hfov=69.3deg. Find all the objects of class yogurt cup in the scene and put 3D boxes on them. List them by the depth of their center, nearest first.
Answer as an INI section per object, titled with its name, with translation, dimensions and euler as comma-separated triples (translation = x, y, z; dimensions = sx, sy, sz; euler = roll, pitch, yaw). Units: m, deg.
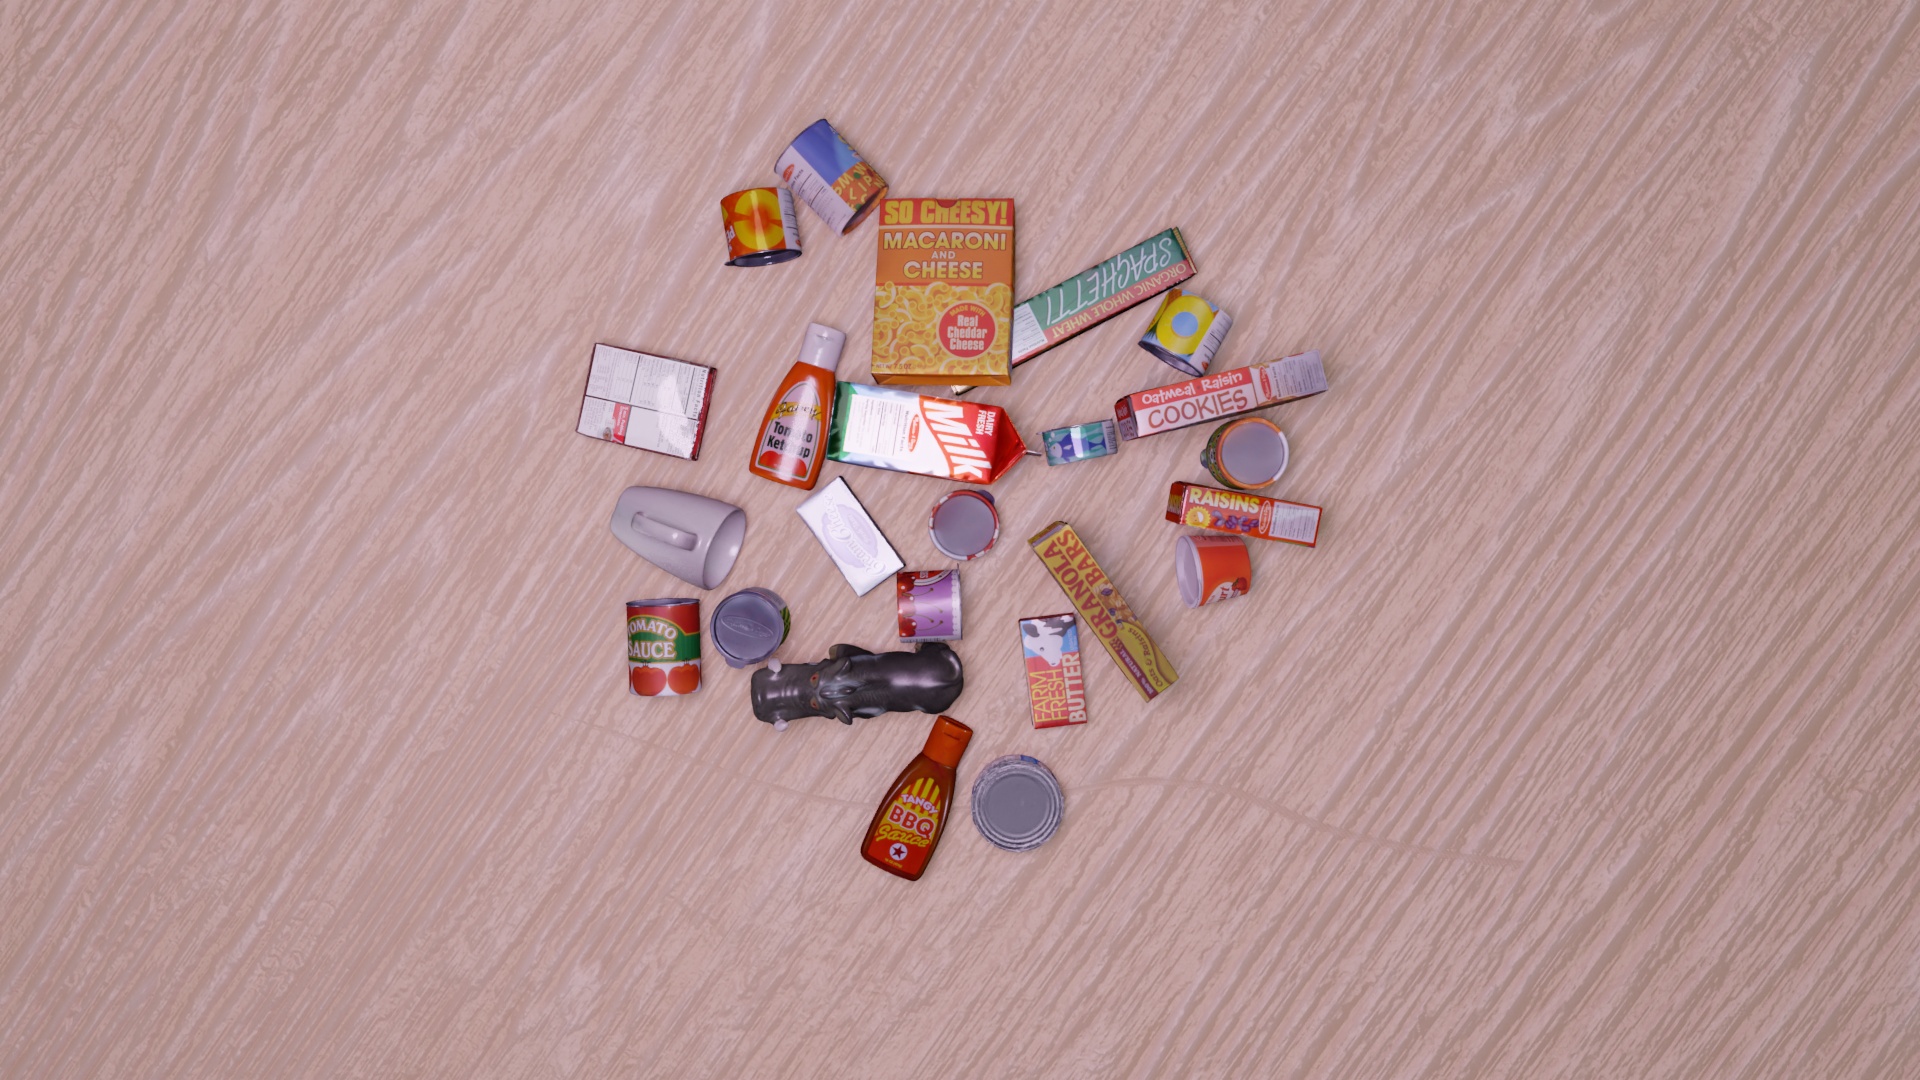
[yogurt cup]
translation = 0.231, 0.026, 1.268
dimensions = 0.054, 0.072, 0.072
euler = -7, 92, -8

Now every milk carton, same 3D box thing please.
[milk carton]
translation = -0.020, -0.093, 1.259
dimensions = 0.191, 0.072, 0.073
euler = 9, 92, 1

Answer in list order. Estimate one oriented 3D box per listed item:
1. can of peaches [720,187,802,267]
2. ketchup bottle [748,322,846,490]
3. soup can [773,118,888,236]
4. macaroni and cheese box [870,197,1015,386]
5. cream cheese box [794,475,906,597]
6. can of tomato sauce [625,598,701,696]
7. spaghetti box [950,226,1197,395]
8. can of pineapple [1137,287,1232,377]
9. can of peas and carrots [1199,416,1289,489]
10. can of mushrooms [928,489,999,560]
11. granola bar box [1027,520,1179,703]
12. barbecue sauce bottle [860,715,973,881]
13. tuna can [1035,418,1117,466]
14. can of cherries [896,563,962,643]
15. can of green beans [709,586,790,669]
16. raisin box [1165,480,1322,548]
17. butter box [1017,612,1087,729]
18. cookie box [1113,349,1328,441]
[can of peaches]
translation = -0.183, -0.282, 1.255
dimensions = 0.071, 0.071, 0.058
euler = -9, 92, 1
[ketchup bottle]
translation = -0.143, -0.124, 1.272
dimensions = 0.065, 0.043, 0.148
euler = 17, 91, 0
[soup can]
translation = -0.114, -0.329, 1.255
dimensions = 0.071, 0.071, 0.084
euler = -45, 92, 2
[macaroni and cheese box]
translation = -0.014, -0.224, 1.250
dimensions = 0.124, 0.040, 0.166
euler = 1, 80, 5
[cream cheese box]
translation = -0.102, -0.003, 1.286
dimensions = 0.053, 0.024, 0.104
euler = -36, 91, 2
[can of tomato sauce]
translation = -0.271, 0.097, 1.266
dimensions = 0.071, 0.071, 0.083
euler = -1, 93, 0
[spaghetti box]
translation = 0.096, -0.210, 1.276
dimensions = 0.250, 0.029, 0.050
euler = -27, 92, 1
[can of pineapple]
translation = 0.203, -0.189, 1.259
dimensions = 0.071, 0.071, 0.058
euler = 30, 92, -1
[can of peas and carrots]
translation = 0.258, -0.079, 1.266
dimensions = 0.071, 0.059, 0.071
euler = 0, 92, 0
[can of mushrooms]
translation = 0.005, -0.016, 1.281
dimensions = 0.071, 0.033, 0.071
euler = 0, 92, 1
[granola bar box]
translation = 0.125, 0.059, 1.237
dimensions = 0.039, 0.124, 0.165
euler = -36, 92, 1
[barbecue sauce bottle]
translation = -0.035, 0.235, 1.284
dimensions = 0.065, 0.043, 0.148
euler = 25, 91, -1
[tuna can]
translation = 0.106, -0.089, 1.262
dimensions = 0.071, 0.071, 0.033
euler = -11, 93, 1
[can of cherries]
translation = -0.028, 0.057, 1.266
dimensions = 0.058, 0.071, 0.071
euler = -3, 92, 0
[can of green beans]
translation = -0.191, 0.077, 1.271
dimensions = 0.071, 0.058, 0.071
euler = 0, 92, 0
[raisin box]
translation = 0.253, -0.024, 1.254
dimensions = 0.123, 0.086, 0.040
euler = 9, 94, 0
[butter box]
translation = 0.086, 0.121, 1.290
dimensions = 0.053, 0.024, 0.103
euler = -8, 92, 1
[cookie box]
translation = 0.226, -0.127, 1.232
dimensions = 0.167, 0.123, 0.040
euler = -13, 92, 1
